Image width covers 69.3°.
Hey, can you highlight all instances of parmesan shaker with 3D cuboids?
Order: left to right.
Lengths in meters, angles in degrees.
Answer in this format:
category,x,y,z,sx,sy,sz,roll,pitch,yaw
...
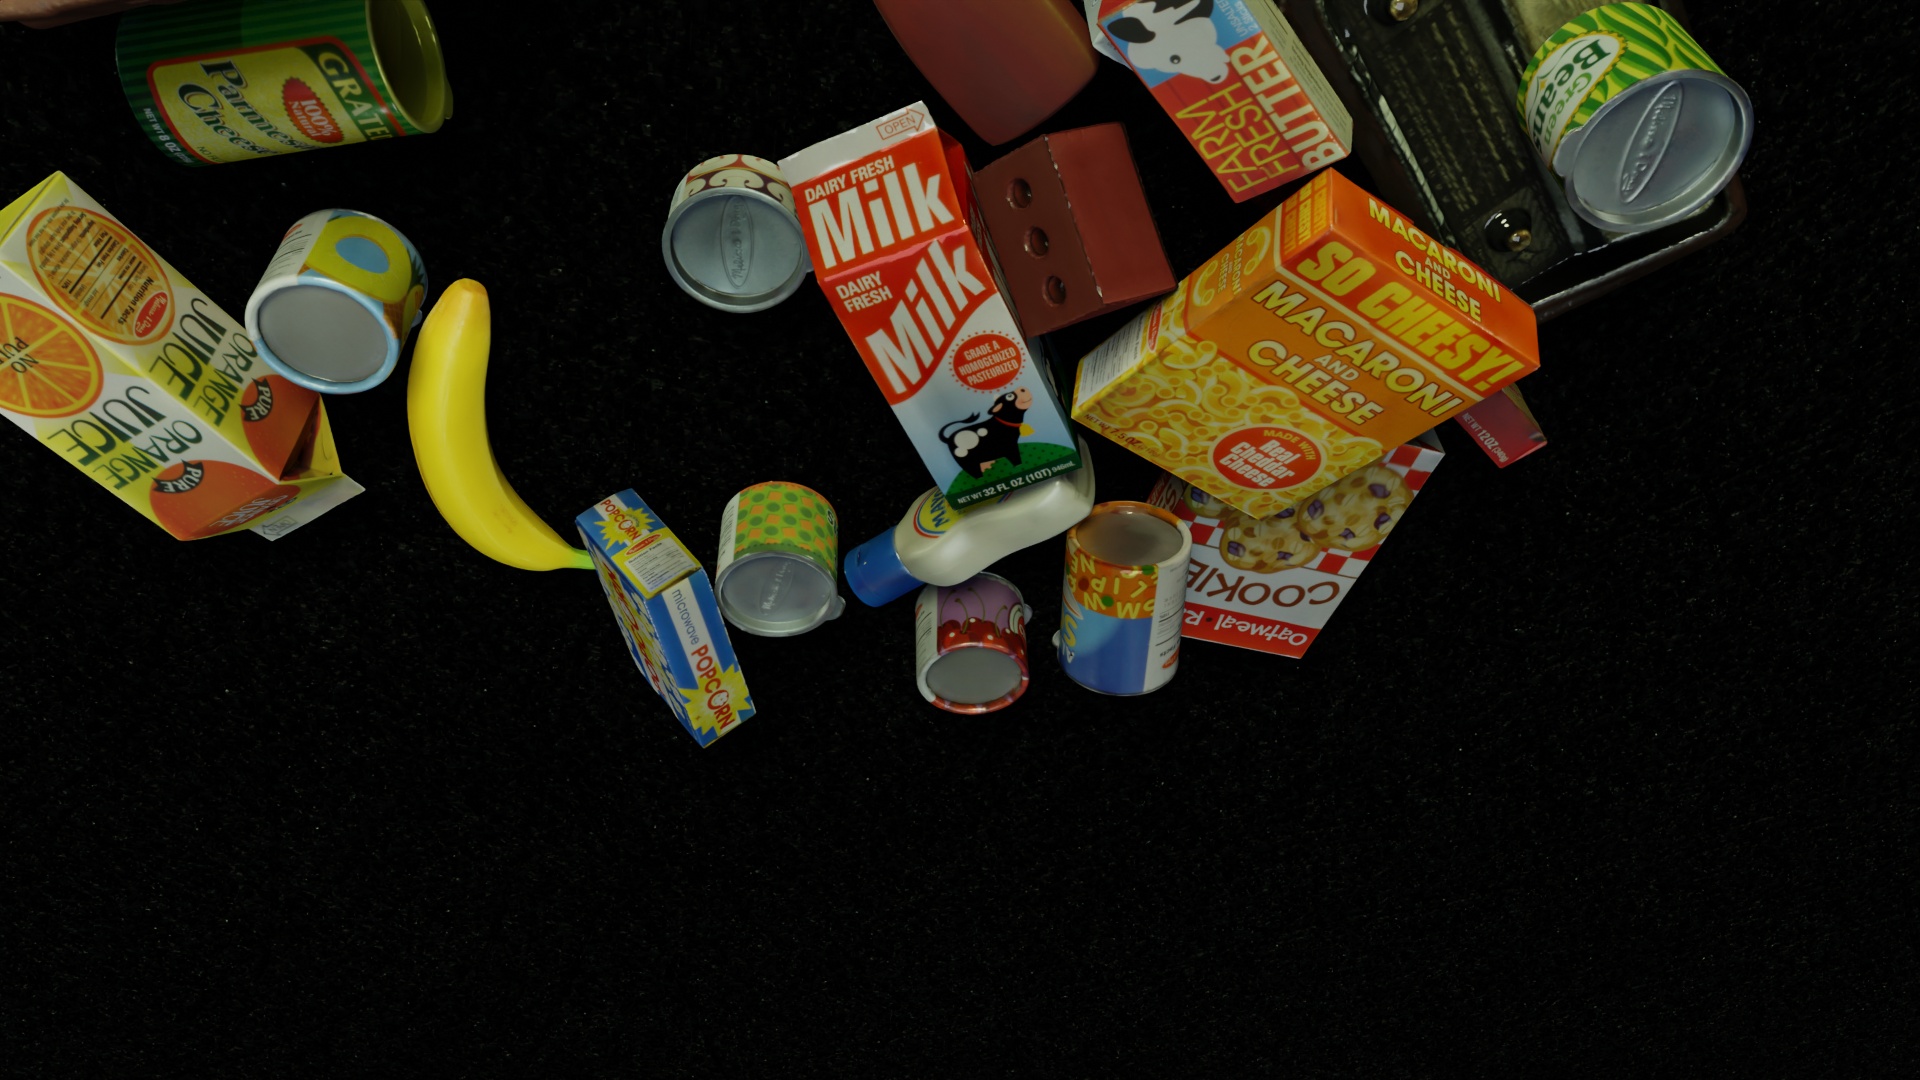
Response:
category,x,y,z,sx,sy,sz,roll,pitch,yaw
parmesan shaker,-0.270,-0.189,0.561,0.103,0.072,0.071,-8,133,4

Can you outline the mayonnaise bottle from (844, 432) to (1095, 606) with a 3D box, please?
category,x,y,z,sx,sy,sz,roll,pitch,yaw
mayonnaise bottle,0.003,-0.009,0.752,0.147,0.065,0.041,-29,128,27

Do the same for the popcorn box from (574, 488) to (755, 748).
category,x,y,z,sx,sy,sz,roll,pitch,yaw
popcorn box,-0.163,0.044,0.772,0.038,0.085,0.126,-32,138,-22

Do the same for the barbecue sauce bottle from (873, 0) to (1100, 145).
category,x,y,z,sx,sy,sz,roll,pitch,yaw
barbecue sauce bottle,-0.010,-0.229,0.553,0.064,0.044,0.148,-29,128,28

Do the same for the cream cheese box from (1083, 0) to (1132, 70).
category,x,y,z,sx,sy,sz,roll,pitch,yaw
cream cheese box,0.089,-0.239,0.543,0.024,0.054,0.103,25,127,-22

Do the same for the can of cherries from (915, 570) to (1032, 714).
category,x,y,z,sx,sy,sz,roll,pitch,yaw
can of cherries,0.009,0.061,0.820,0.071,0.059,0.071,-1,134,-1

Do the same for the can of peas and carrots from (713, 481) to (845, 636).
category,x,y,z,sx,sy,sz,roll,pitch,yaw
can of peas and carrots,-0.098,0.010,0.765,0.071,0.059,0.070,-2,134,-2

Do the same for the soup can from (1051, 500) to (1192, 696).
category,x,y,z,sx,sy,sz,roll,pitch,yaw
soup can,0.084,0.030,0.742,0.071,0.072,0.083,-1,124,-2

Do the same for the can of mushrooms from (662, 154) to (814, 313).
category,x,y,z,sx,sy,sz,roll,pitch,yaw
can of mushrooms,-0.099,-0.141,0.639,0.071,0.034,0.070,-2,133,-2

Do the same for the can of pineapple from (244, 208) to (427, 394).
category,x,y,z,sx,sy,sz,roll,pitch,yaw
can of pineapple,-0.285,-0.109,0.641,0.071,0.058,0.070,-2,134,-2

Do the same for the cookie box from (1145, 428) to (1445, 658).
category,x,y,z,sx,sy,sz,roll,pitch,yaw
cookie box,0.169,-0.011,0.775,0.123,0.040,0.166,12,131,-13

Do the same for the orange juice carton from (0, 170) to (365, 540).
category,x,y,z,sx,sy,sz,roll,pitch,yaw
orange juice carton,-0.381,-0.070,0.662,0.071,0.073,0.192,-24,131,18

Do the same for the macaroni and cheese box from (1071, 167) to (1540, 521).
category,x,y,z,sx,sy,sz,roll,pitch,yaw
macaroni and cheese box,0.149,-0.080,0.624,0.123,0.040,0.165,26,145,-23

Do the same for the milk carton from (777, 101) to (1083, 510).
category,x,y,z,sx,sy,sz,roll,pitch,yaw
milk carton,-0.010,-0.110,0.646,0.072,0.074,0.189,-19,131,15

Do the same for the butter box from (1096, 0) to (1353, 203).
category,x,y,z,sx,sy,sz,roll,pitch,yaw
butter box,0.104,-0.179,0.534,0.053,0.024,0.103,-17,135,39

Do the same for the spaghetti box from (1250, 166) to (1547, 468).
category,x,y,z,sx,sy,sz,roll,pitch,yaw
spaghetti box,0.202,-0.122,0.664,0.028,0.050,0.249,-37,125,26

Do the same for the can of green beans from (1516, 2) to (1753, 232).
category,x,y,z,sx,sy,sz,roll,pitch,yaw
can of green beans,0.252,-0.160,0.524,0.071,0.058,0.071,-2,135,-2
